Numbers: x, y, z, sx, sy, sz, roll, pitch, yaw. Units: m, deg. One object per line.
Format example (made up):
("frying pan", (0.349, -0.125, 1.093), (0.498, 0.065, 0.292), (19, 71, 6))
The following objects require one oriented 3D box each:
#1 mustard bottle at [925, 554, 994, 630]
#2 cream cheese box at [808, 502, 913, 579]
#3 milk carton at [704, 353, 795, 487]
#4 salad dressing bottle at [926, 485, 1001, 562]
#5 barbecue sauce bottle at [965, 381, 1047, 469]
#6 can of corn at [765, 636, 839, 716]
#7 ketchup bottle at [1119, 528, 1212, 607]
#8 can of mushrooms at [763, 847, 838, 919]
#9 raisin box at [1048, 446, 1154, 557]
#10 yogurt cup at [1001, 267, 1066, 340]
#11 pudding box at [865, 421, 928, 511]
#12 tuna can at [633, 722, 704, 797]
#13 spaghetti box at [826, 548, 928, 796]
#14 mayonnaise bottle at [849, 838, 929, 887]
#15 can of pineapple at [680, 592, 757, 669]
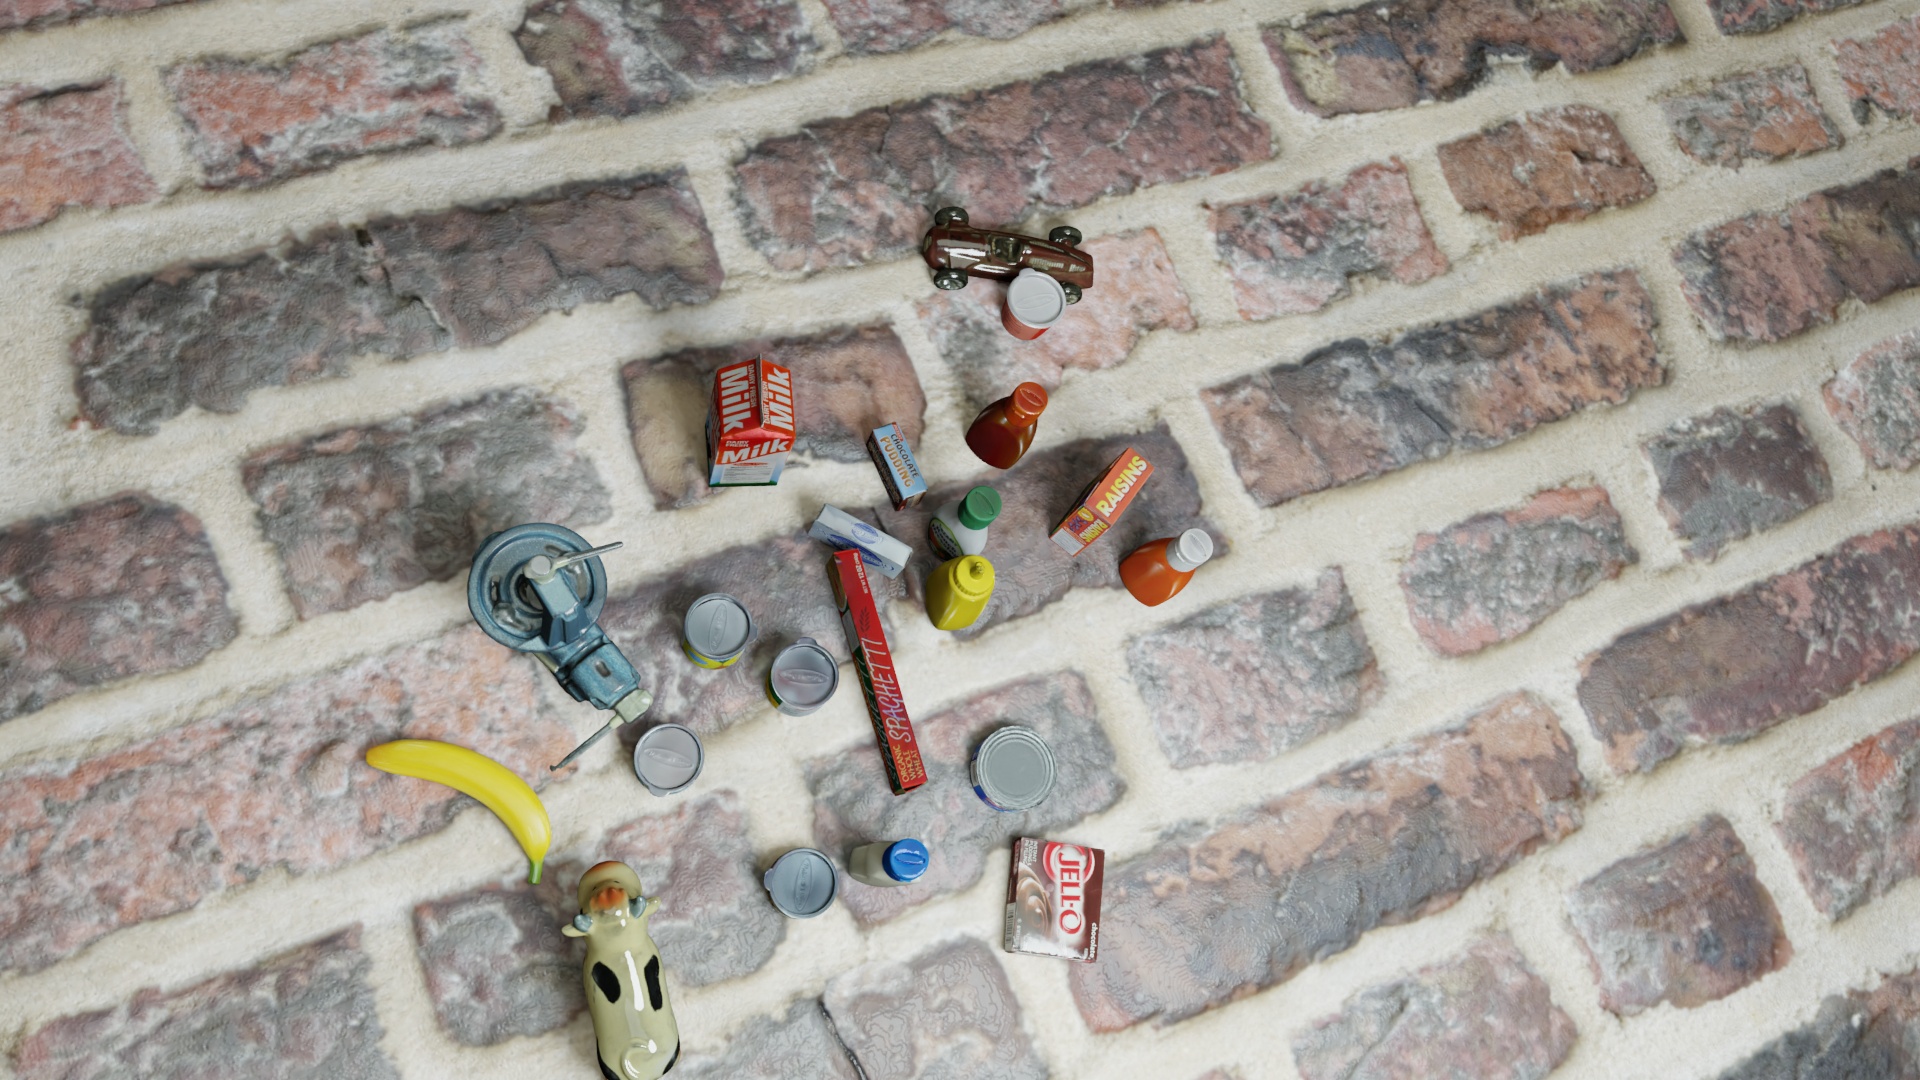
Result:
("mustard bottle", (0.003, 0.047, 1.386), (0.049, 0.159, 0.065), (-8, 77, -17))
("cream cheese box", (-0.103, 0.001, 1.428), (0.104, 0.053, 0.024), (28, 69, -5))
("milk carton", (-0.206, -0.115, 1.362), (0.073, 0.190, 0.072), (-2, 75, -15))
("salad dressing bottle", (0.005, -0.018, 1.412), (0.044, 0.147, 0.064), (-34, 85, -21))
("barbecue sauce bottle", (0.052, -0.123, 1.456), (0.065, 0.148, 0.044), (36, 69, -3))
("can of corn", (-0.157, 0.136, 1.371), (0.071, 0.058, 0.071), (4, 73, -14))
("ketchup bottle", (0.217, 0.025, 1.456), (0.044, 0.148, 0.065), (-36, 86, -21))
("can of mushrooms", (-0.154, 0.328, 1.328), (0.071, 0.033, 0.071), (4, 73, -14))
("raisin box", (0.148, -0.040, 1.470), (0.040, 0.123, 0.086), (40, 68, -1))
("yogurt cup", (0.078, -0.259, 1.555), (0.072, 0.053, 0.072), (4, 73, -14))
("pudding box", (-0.067, -0.078, 1.464), (0.030, 0.049, 0.084), (-21, 80, -19))
("tuna can", (-0.280, 0.212, 1.329), (0.071, 0.032, 0.071), (4, 73, -14))
("spaghetti box", (-0.085, 0.132, 1.396), (0.029, 0.050, 0.250), (-14, 78, -18))
("mayonnaise bottle", (-0.062, 0.301, 1.299), (0.065, 0.147, 0.041), (10, 72, -12))
("can of pineapple", (-0.238, 0.091, 1.363), (0.071, 0.057, 0.071), (4, 73, -14))
